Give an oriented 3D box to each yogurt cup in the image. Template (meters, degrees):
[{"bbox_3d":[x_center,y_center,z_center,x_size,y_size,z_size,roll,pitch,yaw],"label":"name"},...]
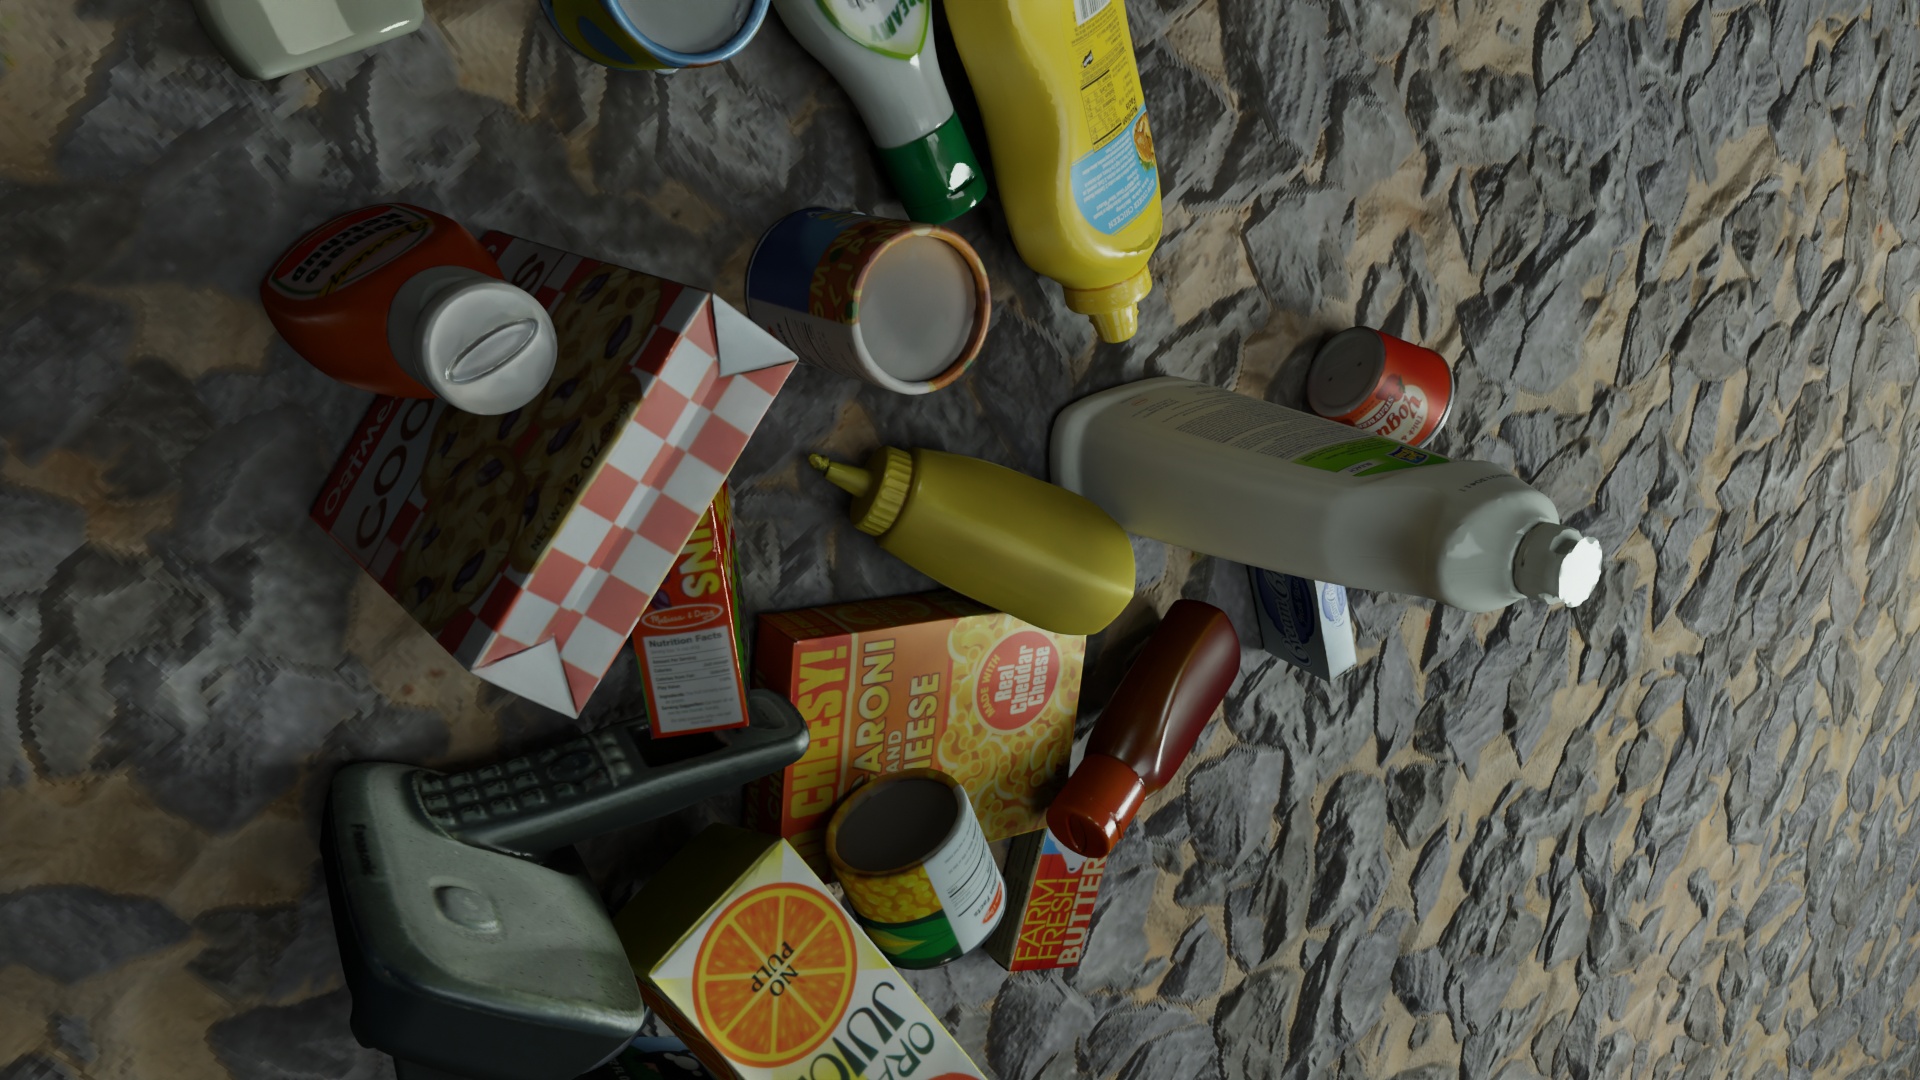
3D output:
[{"bbox_3d":[0.232,-0.085,0.777,0.054,0.072,0.072,21,92,-31],"label":"yogurt cup"}]

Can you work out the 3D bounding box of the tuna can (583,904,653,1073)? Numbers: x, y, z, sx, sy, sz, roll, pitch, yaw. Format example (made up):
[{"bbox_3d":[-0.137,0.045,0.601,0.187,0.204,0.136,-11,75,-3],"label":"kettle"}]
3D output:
[{"bbox_3d":[-0.164,0.185,0.585,0.071,0.033,0.070,-13,112,-34],"label":"tuna can"}]

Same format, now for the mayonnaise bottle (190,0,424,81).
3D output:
[{"bbox_3d":[-0.219,-0.217,0.410,0.065,0.041,0.147,-32,120,-27],"label":"mayonnaise bottle"}]

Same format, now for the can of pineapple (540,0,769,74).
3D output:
[{"bbox_3d":[-0.106,-0.199,0.489,0.071,0.058,0.070,-13,112,-34],"label":"can of pineapple"}]

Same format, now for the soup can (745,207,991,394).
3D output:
[{"bbox_3d":[-0.036,-0.099,0.557,0.071,0.084,0.071,-12,111,-34],"label":"soup can"}]

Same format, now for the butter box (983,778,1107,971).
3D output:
[{"bbox_3d":[0.051,0.180,0.750,0.053,0.024,0.103,9,99,-38],"label":"butter box"}]

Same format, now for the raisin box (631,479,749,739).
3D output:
[{"bbox_3d":[-0.107,0.000,0.531,0.040,0.086,0.123,-8,112,-5],"label":"raisin box"}]

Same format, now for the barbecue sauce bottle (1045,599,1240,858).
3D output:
[{"bbox_3d":[0.096,0.098,0.717,0.149,0.044,0.064,-48,139,-38],"label":"barbecue sauce bottle"}]

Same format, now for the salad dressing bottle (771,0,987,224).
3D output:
[{"bbox_3d":[-0.032,-0.198,0.553,0.064,0.044,0.147,-42,125,-22],"label":"salad dressing bottle"}]

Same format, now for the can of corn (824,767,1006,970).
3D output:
[{"bbox_3d":[-0.022,0.142,0.606,0.071,0.071,0.058,-35,124,-23],"label":"can of corn"}]

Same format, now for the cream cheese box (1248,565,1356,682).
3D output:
[{"bbox_3d":[0.191,0.026,0.788,0.024,0.053,0.103,-31,121,-23],"label":"cream cheese box"}]

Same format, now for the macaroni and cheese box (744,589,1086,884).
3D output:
[{"bbox_3d":[-0.020,0.089,0.658,0.167,0.040,0.123,-5,108,-36],"label":"macaroni and cheese box"}]

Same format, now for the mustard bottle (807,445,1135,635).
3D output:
[{"bbox_3d":[0.002,-0.008,0.627,0.160,0.065,0.048,22,128,-20],"label":"mustard bottle"}]

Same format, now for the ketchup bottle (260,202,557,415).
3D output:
[{"bbox_3d":[-0.167,-0.070,0.426,0.065,0.149,0.043,-40,126,-20],"label":"ketchup bottle"}]

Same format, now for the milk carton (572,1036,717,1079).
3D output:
[{"bbox_3d":[-0.089,0.282,0.648,0.190,0.072,0.073,17,94,-38],"label":"milk carton"}]

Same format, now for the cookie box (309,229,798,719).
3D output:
[{"bbox_3d":[-0.140,-0.032,0.447,0.040,0.167,0.123,36,82,-41],"label":"cookie box"}]

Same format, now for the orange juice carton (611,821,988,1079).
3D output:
[{"bbox_3d":[-0.056,0.211,0.575,0.073,0.071,0.192,-45,108,-27],"label":"orange juice carton"}]
